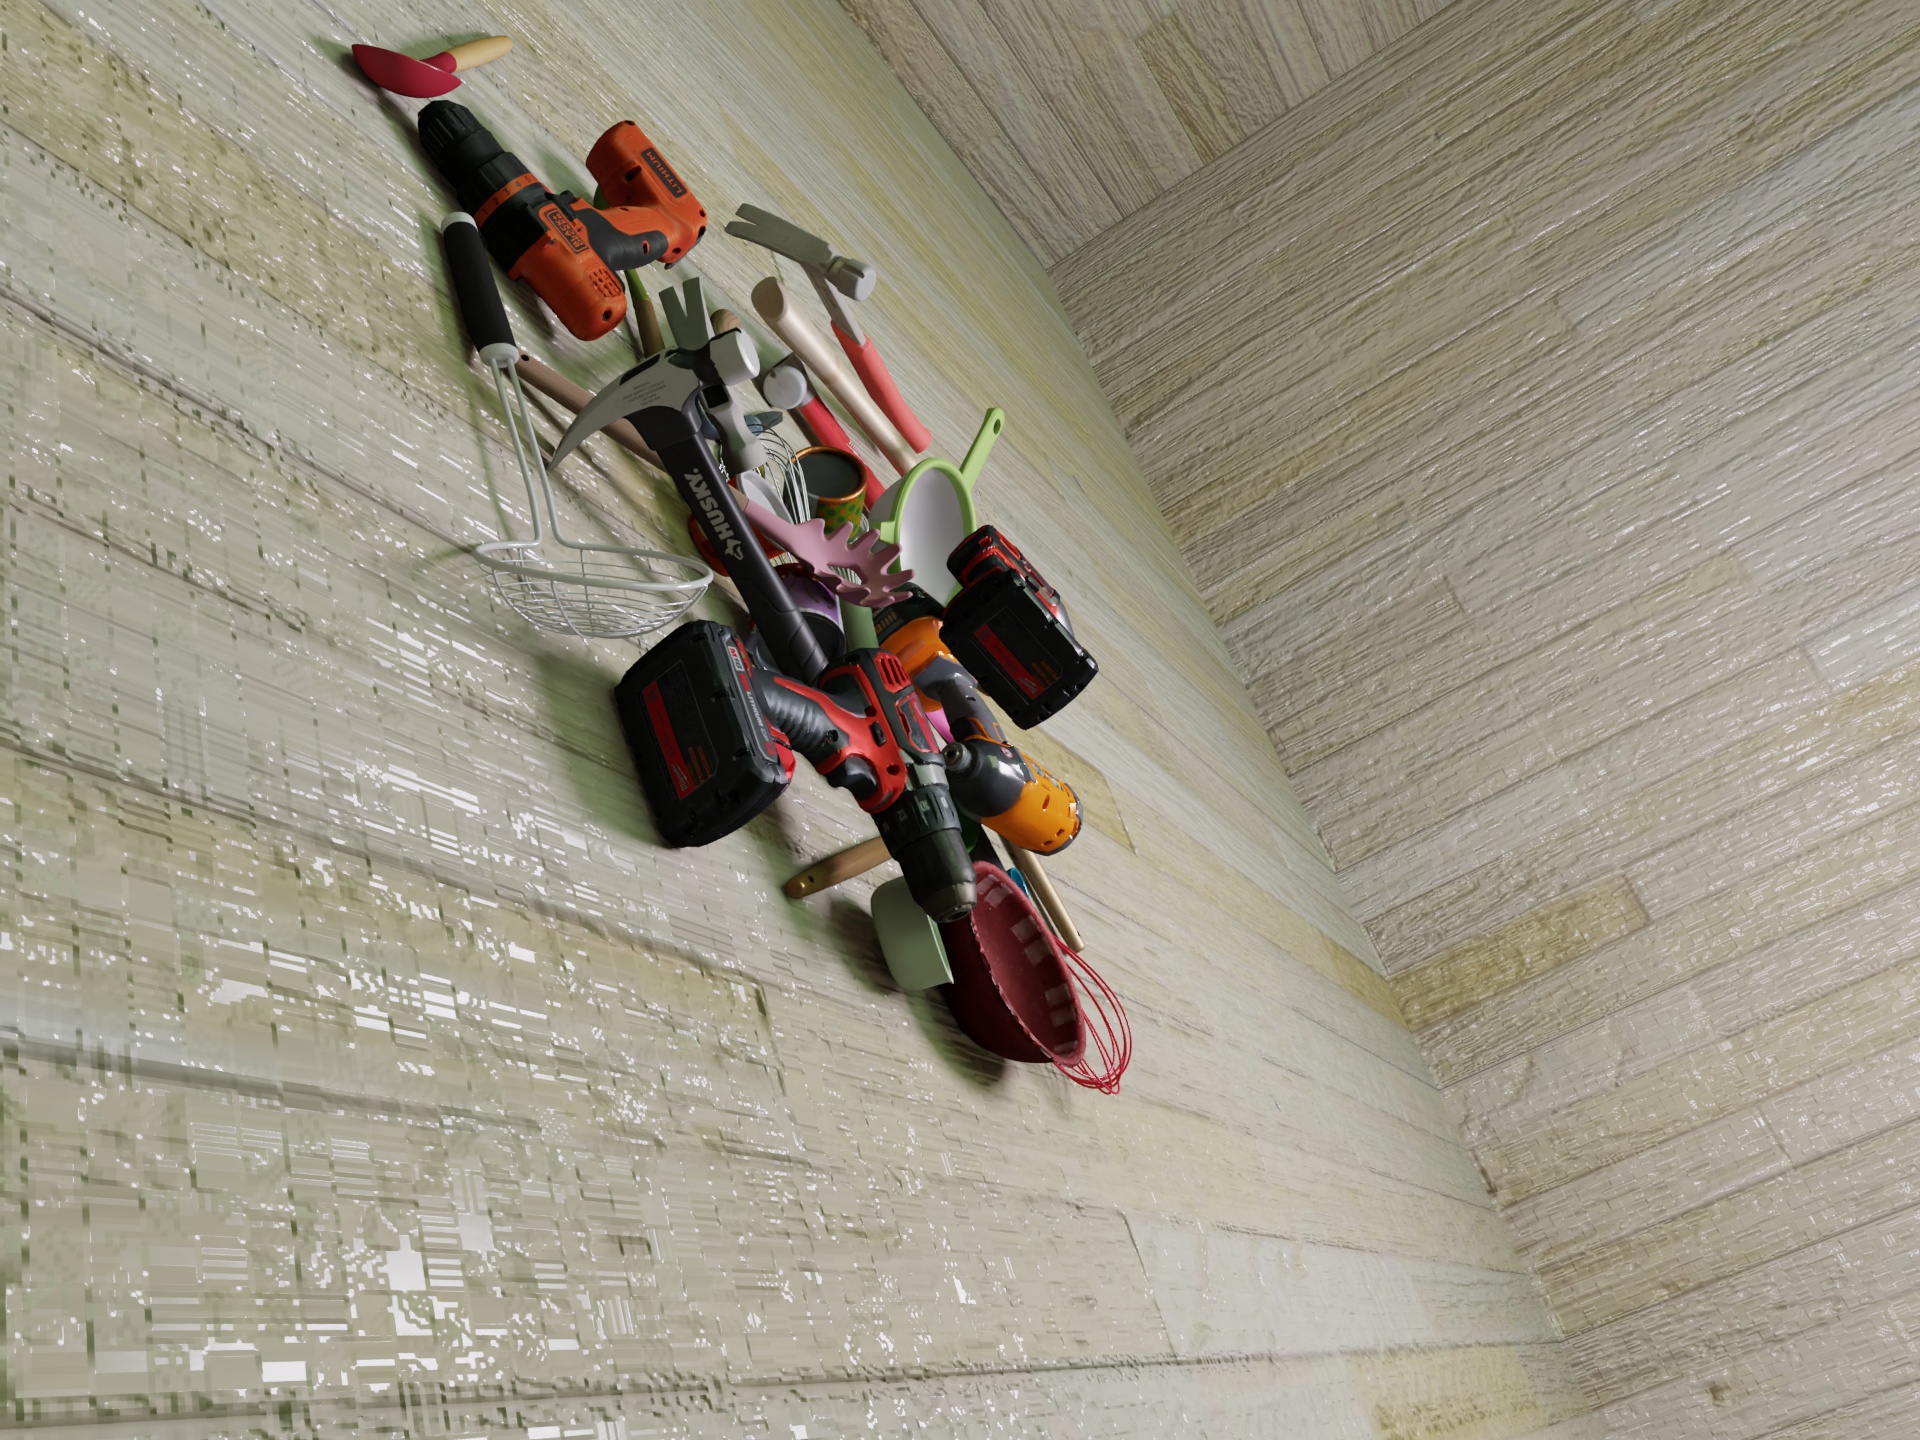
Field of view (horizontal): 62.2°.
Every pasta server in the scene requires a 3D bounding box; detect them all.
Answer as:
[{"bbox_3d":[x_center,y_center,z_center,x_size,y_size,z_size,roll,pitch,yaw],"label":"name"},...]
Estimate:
[{"bbox_3d":[-0.164,-0.162,1.067,0.316,0.040,0.060,32,45,-27],"label":"pasta server"}]

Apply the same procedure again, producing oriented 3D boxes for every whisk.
[{"bbox_3d":[0.049,0.162,1.252,0.296,0.073,0.073,59,16,19],"label":"whisk"},{"bbox_3d":[-0.088,-0.105,1.287,0.059,0.057,0.247,8,44,-24],"label":"whisk"},{"bbox_3d":[-0.117,-0.092,1.200,0.285,0.070,0.070,68,18,7],"label":"whisk"}]

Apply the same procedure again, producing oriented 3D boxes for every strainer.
[{"bbox_3d":[-0.029,-0.202,1.469,0.256,0.069,0.151,-65,147,-34],"label":"strainer"}]

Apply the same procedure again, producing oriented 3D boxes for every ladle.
[{"bbox_3d":[-0.228,-0.304,1.222,0.078,0.062,0.320,53,17,-62],"label":"ladle"},{"bbox_3d":[-0.366,-0.479,1.150,0.069,0.031,0.316,15,25,-9],"label":"ladle"}]

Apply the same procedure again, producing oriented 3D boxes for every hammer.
[{"bbox_3d":[-0.059,-0.189,1.546,0.386,0.038,0.143,55,16,-17],"label":"hammer"},{"bbox_3d":[-0.066,-0.267,1.532,0.410,0.038,0.146,48,17,-37],"label":"hammer"},{"bbox_3d":[-0.138,-0.086,1.055,0.035,0.146,0.334,-93,160,-56],"label":"hammer"},{"bbox_3d":[-0.102,-0.354,1.519,0.149,0.037,0.358,31,-8,21],"label":"hammer"},{"bbox_3d":[-0.187,-0.286,1.232,0.331,0.031,0.130,-108,177,-68],"label":"hammer"}]

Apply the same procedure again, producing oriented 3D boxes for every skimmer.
[{"bbox_3d":[-0.245,-0.189,0.920,0.127,0.090,0.364,-2,56,-35],"label":"skimmer"}]

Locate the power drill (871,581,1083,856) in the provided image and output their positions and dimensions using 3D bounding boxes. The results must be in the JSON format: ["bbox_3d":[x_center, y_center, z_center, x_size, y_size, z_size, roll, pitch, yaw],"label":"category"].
[{"bbox_3d":[-0.002,-0.004,1.265,0.164,0.084,0.227,35,19,-53],"label":"power drill"}]

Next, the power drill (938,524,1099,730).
[{"bbox_3d":[0.049,-0.079,1.306,0.143,0.078,0.220,48,13,-12],"label":"power drill"}]

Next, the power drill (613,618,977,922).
[{"bbox_3d":[-0.083,0.035,0.960,0.226,0.080,0.188,9,52,-54],"label":"power drill"}]

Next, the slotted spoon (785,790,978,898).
[{"bbox_3d":[-0.054,0.088,1.124,0.070,0.031,0.313,55,18,6],"label":"slotted spoon"}]

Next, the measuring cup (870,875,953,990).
[{"bbox_3d":[-0.038,0.134,1.090,0.168,0.038,0.083,-123,-165,-80],"label":"measuring cup"}]

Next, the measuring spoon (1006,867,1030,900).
[{"bbox_3d":[0.050,0.183,1.294,0.042,0.021,0.129,39,35,-64],"label":"measuring spoon"}]

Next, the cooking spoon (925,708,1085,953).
[{"bbox_3d":[0.027,0.064,1.406,0.319,0.017,0.068,61,17,5],"label":"cooking spoon"}]
